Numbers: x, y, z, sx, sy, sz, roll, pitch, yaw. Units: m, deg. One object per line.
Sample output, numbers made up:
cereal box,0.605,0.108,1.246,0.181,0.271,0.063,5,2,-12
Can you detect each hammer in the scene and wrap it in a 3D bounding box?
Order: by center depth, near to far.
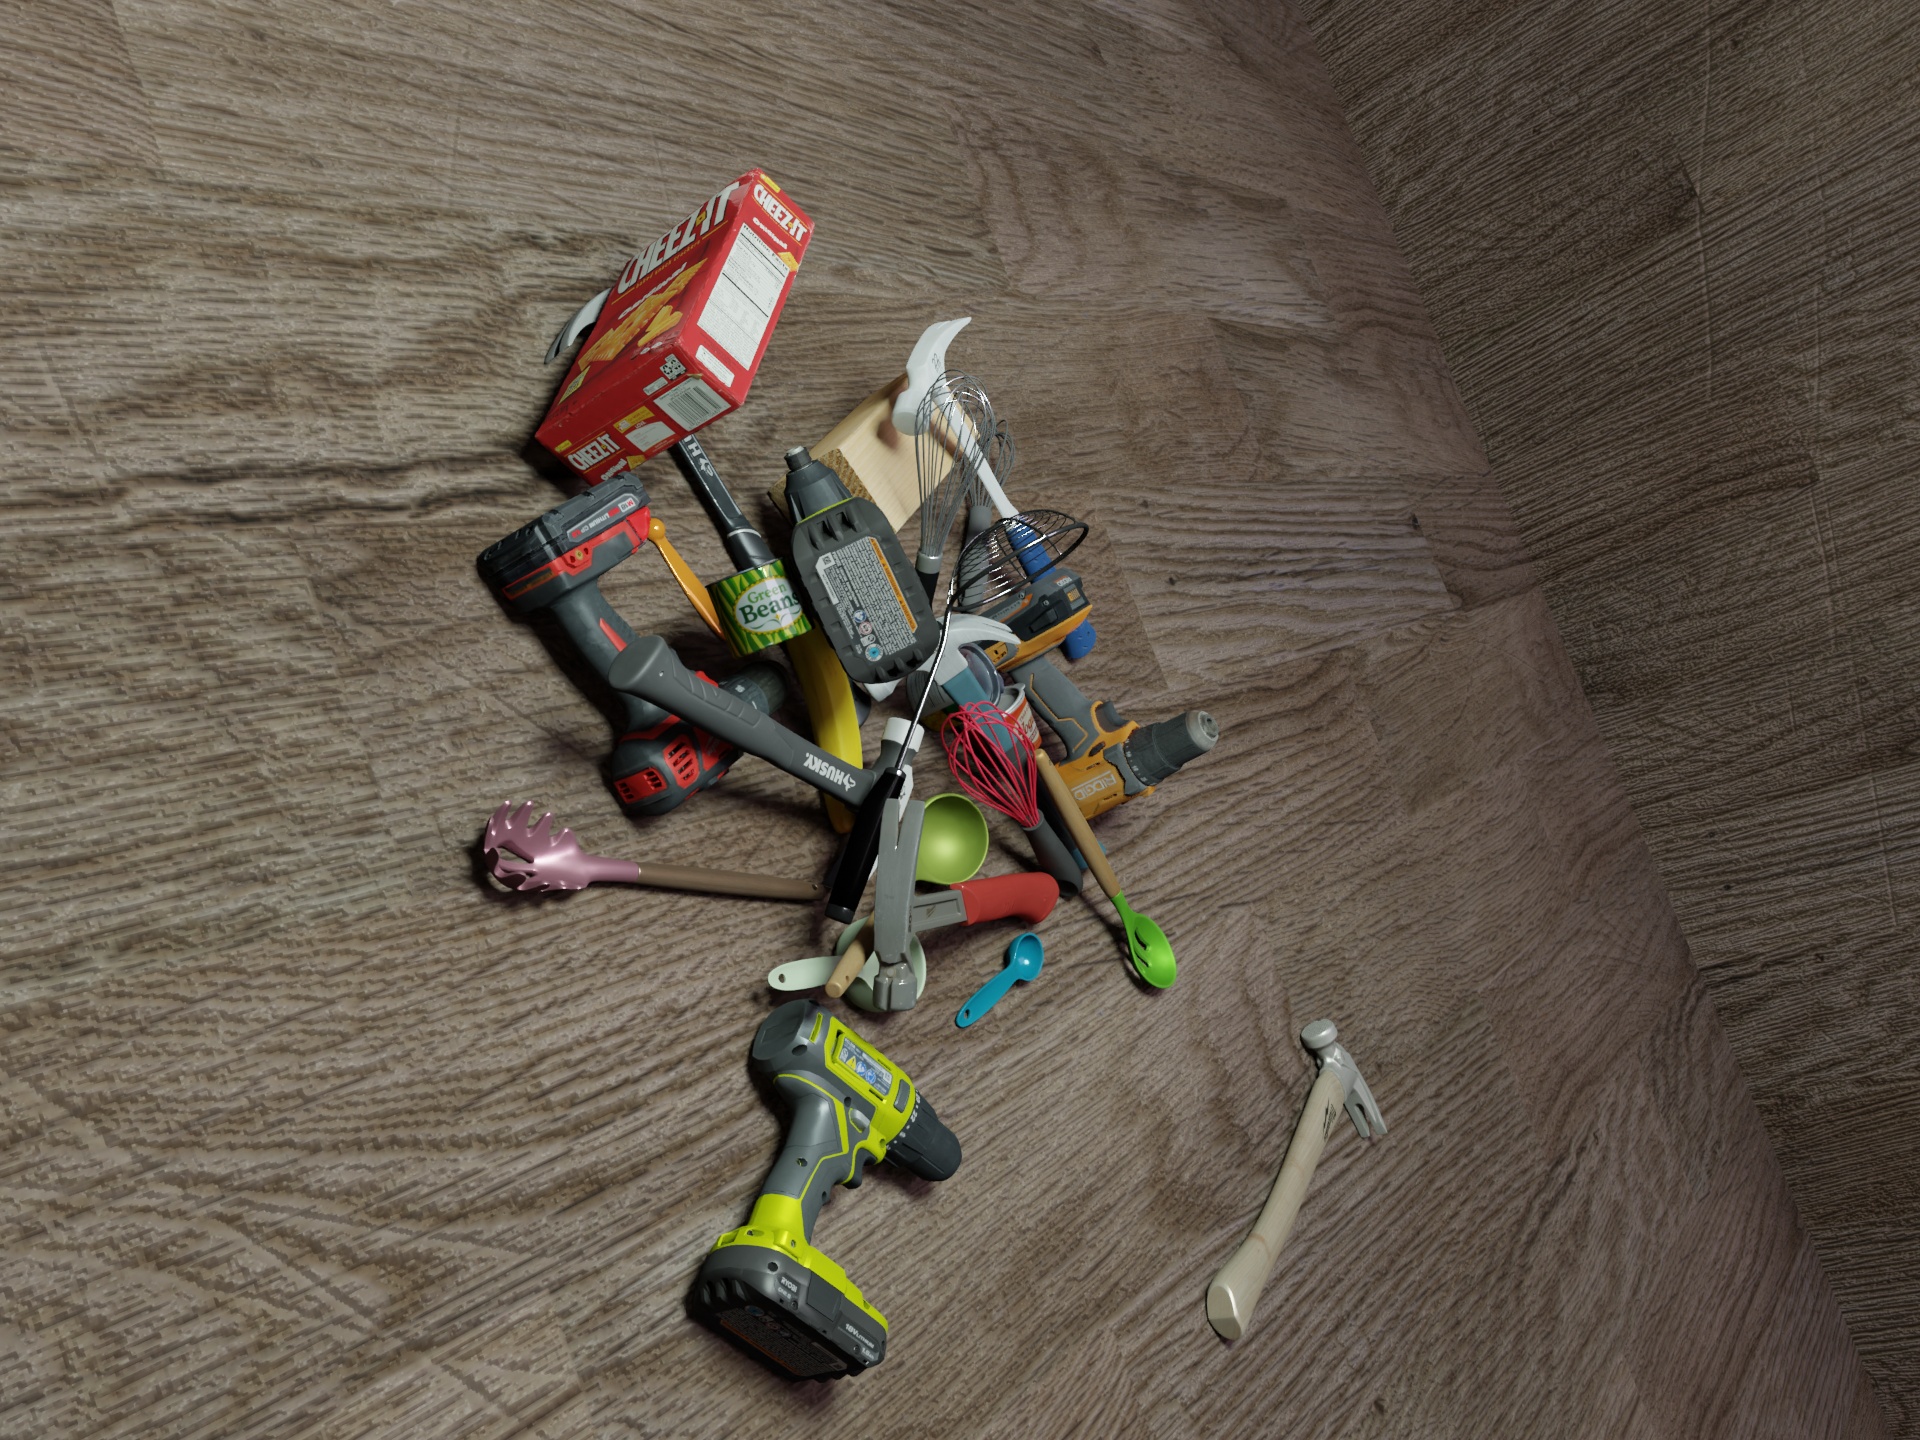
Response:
hammer,-0.137,0.022,1.155,0.334,0.035,0.146,34,70,-55
hammer,0.013,0.136,1.279,0.359,0.037,0.149,6,88,-70
hammer,-0.189,-0.166,1.300,0.409,0.036,0.149,59,37,-9
hammer,0.044,0.030,1.416,0.330,0.128,0.033,53,1,-39
hammer,0.046,-0.201,1.506,0.405,0.035,0.144,55,41,-46
hammer,0.338,0.473,1.600,0.146,0.038,0.411,61,36,-9

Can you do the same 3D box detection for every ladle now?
ladle,-0.041,0.136,1.230,0.320,0.062,0.078,-52,122,-69

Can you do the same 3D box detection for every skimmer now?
skimmer,-0.002,-0.004,1.239,0.090,0.127,0.363,21,78,-1

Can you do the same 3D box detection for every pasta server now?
pasta server,-0.205,0.106,1.122,0.316,0.040,0.060,14,49,-49

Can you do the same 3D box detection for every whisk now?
whisk,-0.022,-0.166,1.358,0.070,0.284,0.070,8,35,-6
whisk,0.055,0.076,1.392,0.295,0.073,0.073,58,30,-48
whisk,0.022,-0.207,1.582,0.055,0.055,0.239,33,50,-37

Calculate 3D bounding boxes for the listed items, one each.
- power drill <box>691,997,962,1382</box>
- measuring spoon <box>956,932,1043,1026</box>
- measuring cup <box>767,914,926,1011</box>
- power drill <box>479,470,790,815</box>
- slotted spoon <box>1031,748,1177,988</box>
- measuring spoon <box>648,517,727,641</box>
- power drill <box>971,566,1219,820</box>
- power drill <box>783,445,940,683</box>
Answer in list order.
power drill,-0.084,0.334,1.113,0.190,0.080,0.229,45,38,-26
measuring spoon,0.028,0.226,1.371,0.128,0.021,0.042,-35,114,-45
measuring cup,-0.095,0.191,1.214,0.167,0.038,0.083,0,71,-50
power drill,-0.224,-0.062,1.165,0.226,0.080,0.188,60,36,-12
slotted spoon,0.133,0.141,1.481,0.313,0.031,0.070,60,31,-33
measuring spoon,-0.212,-0.111,1.258,0.117,0.011,0.021,56,37,-13
power drill,0.121,-0.028,1.489,0.226,0.185,0.084,60,34,-3
power drill,-0.089,-0.125,1.248,0.171,0.080,0.223,65,-2,-19
